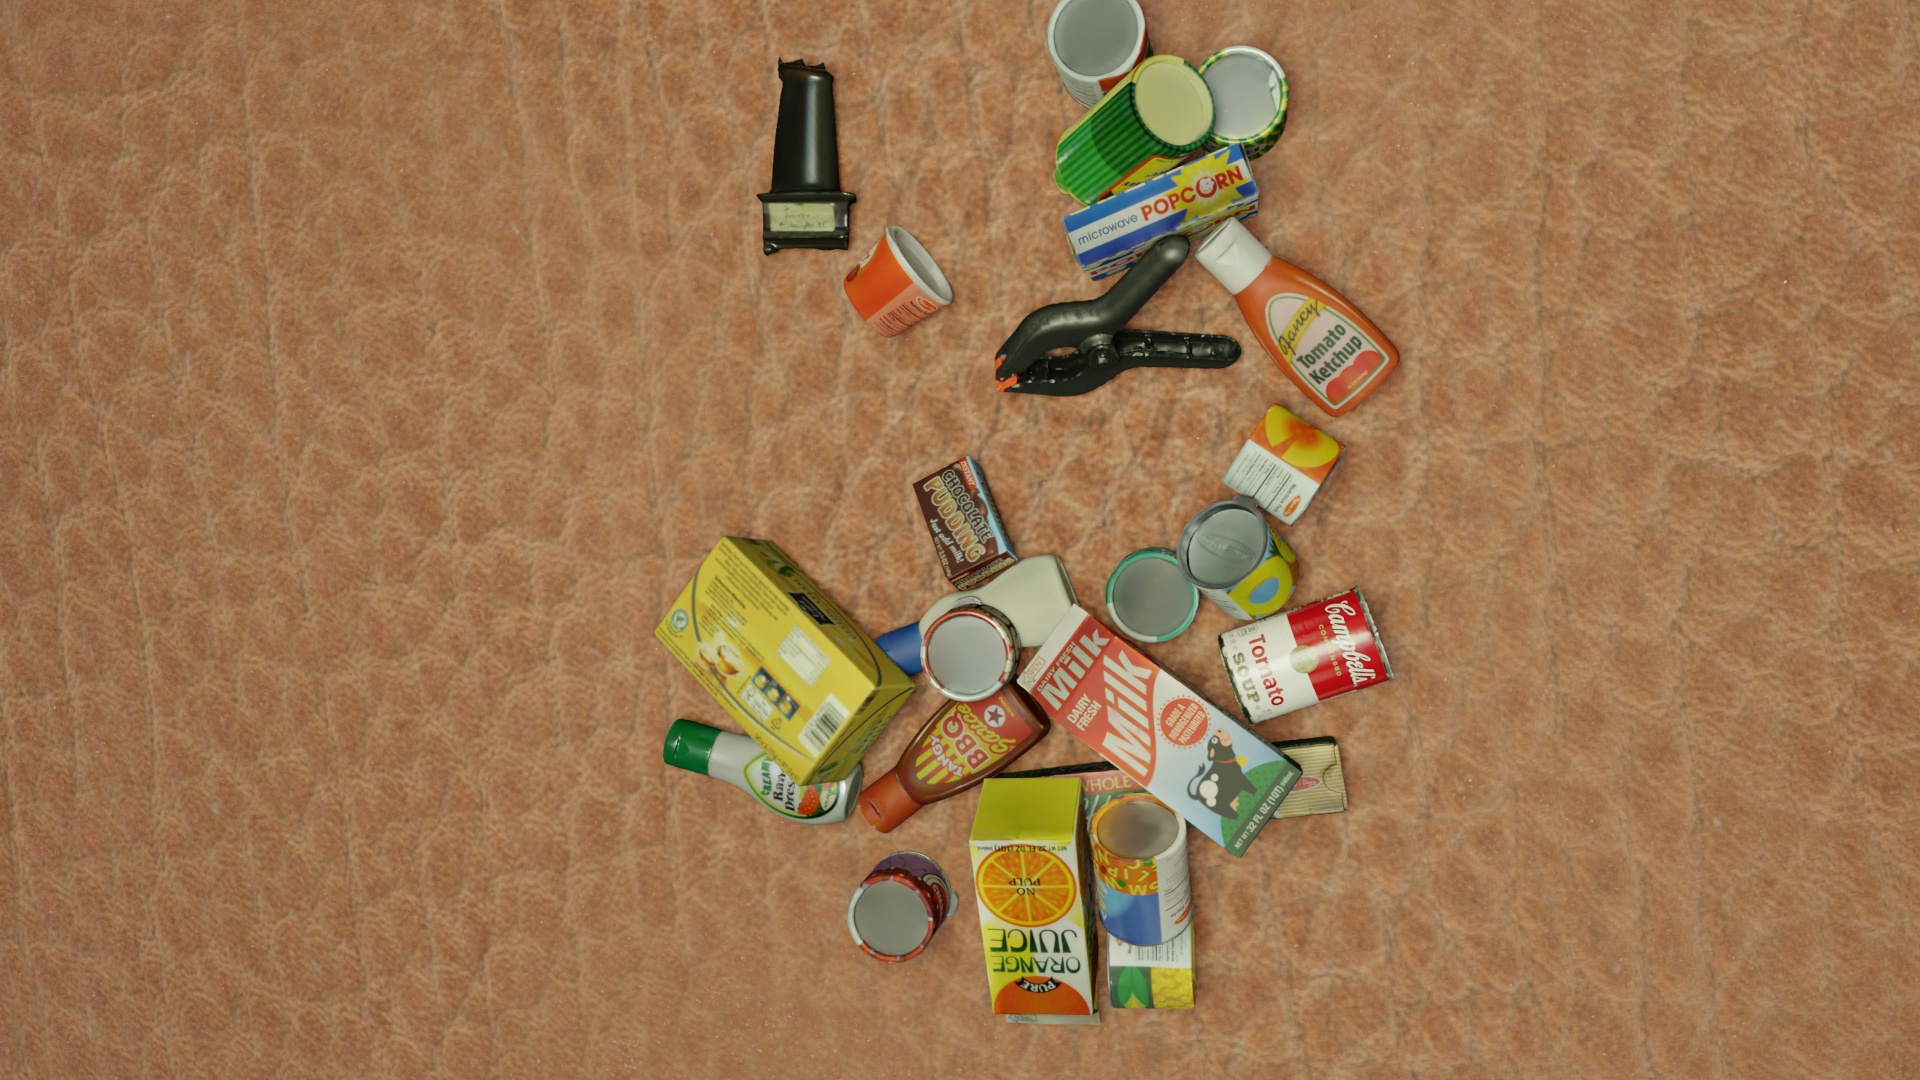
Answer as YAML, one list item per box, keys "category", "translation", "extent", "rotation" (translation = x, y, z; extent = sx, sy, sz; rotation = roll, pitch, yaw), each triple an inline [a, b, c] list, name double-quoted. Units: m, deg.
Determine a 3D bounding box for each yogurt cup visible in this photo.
- category: "yogurt cup"
  translation: [-0.047, -0.182, 0.994]
  extent: [0.054, 0.072, 0.072]
  rotation: [-36, 86, 20]

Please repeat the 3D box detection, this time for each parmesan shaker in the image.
- category: "parmesan shaker"
  translation: [0.113, -0.268, 0.923]
  extent: [0.071, 0.103, 0.071]
  rotation: [4, 80, -22]

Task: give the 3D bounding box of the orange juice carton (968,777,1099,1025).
- category: "orange juice carton"
  translation: [0.056, 0.267, 0.979]
  extent: [0.072, 0.073, 0.191]
  rotation: [-3, 114, 11]

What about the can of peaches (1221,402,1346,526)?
- category: "can of peaches"
  translation: [0.220, -0.053, 0.947]
  extent: [0.058, 0.071, 0.071]
  rotation: [33, 100, 8]

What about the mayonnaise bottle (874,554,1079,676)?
- category: "mayonnaise bottle"
  translation: [0.011, 0.061, 1.008]
  extent: [0.148, 0.041, 0.065]
  rotation: [-21, 86, 13]

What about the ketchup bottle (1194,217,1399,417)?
- category: "ketchup bottle"
  translation: [0.222, -0.153, 0.931]
  extent: [0.148, 0.044, 0.064]
  rotation: [42, 111, -9]

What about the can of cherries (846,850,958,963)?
- category: "can of cherries"
  translation: [-0.042, 0.269, 1.022]
  extent: [0.071, 0.058, 0.071]
  rotation: [1, 94, 12]

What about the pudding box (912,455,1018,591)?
- category: "pudding box"
  translation: [0.004, -0.012, 0.995]
  extent: [0.049, 0.030, 0.084]
  rotation: [-26, 64, 11]

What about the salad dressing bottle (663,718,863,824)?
- category: "salad dressing bottle"
  translation: [-0.149, 0.170, 1.045]
  extent: [0.148, 0.044, 0.064]
  rotation: [14, 94, 11]

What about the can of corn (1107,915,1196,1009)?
- category: "can of corn"
  translation: [0.136, 0.299, 0.985]
  extent: [0.058, 0.071, 0.071]
  rotation: [-3, 93, 11]

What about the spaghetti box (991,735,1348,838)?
- category: "spaghetti box"
  translation: [0.145, 0.180, 0.994]
  extent: [0.250, 0.029, 0.050]
  rotation: [-8, 92, 12]

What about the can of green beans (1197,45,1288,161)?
- category: "can of green beans"
  translation: [0.188, -0.294, 0.941]
  extent: [0.071, 0.058, 0.071]
  rotation: [1, 94, 12]

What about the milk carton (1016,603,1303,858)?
- category: "milk carton"
  translation: [0.133, 0.126, 0.946]
  extent: [0.191, 0.073, 0.072]
  rotation: [37, 93, 15]

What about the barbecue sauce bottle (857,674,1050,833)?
- category: "barbecue sauce bottle"
  translation: [-0.009, 0.157, 1.016]
  extent: [0.148, 0.044, 0.065]
  rotation: [-39, 79, 12]

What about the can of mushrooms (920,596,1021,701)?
- category: "can of mushrooms"
  translation: [0.006, 0.076, 0.970]
  extent: [0.071, 0.033, 0.071]
  rotation: [1, 95, 14]

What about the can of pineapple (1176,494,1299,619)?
- category: "can of pineapple"
  translation: [0.191, 0.013, 0.946]
  extent: [0.071, 0.057, 0.071]
  rotation: [-18, 55, 29]

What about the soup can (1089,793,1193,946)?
- category: "soup can"
  translation: [0.122, 0.226, 0.957]
  extent: [0.071, 0.072, 0.083]
  rotation: [-2, 124, 12]

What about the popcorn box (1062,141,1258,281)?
- category: "popcorn box"
  translation: [0.137, -0.220, 0.942]
  extent: [0.126, 0.085, 0.038]
  rotation: [-21, 89, 12]

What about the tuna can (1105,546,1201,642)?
- category: "tuna can"
  translation: [0.138, 0.037, 0.984]
  extent: [0.071, 0.033, 0.071]
  rotation: [1, 94, 12]

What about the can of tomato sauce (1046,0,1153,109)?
- category: "can of tomato sauce"
  translation: [0.097, -0.336, 0.944]
  extent: [0.071, 0.083, 0.071]
  rotation: [1, 94, 11]
